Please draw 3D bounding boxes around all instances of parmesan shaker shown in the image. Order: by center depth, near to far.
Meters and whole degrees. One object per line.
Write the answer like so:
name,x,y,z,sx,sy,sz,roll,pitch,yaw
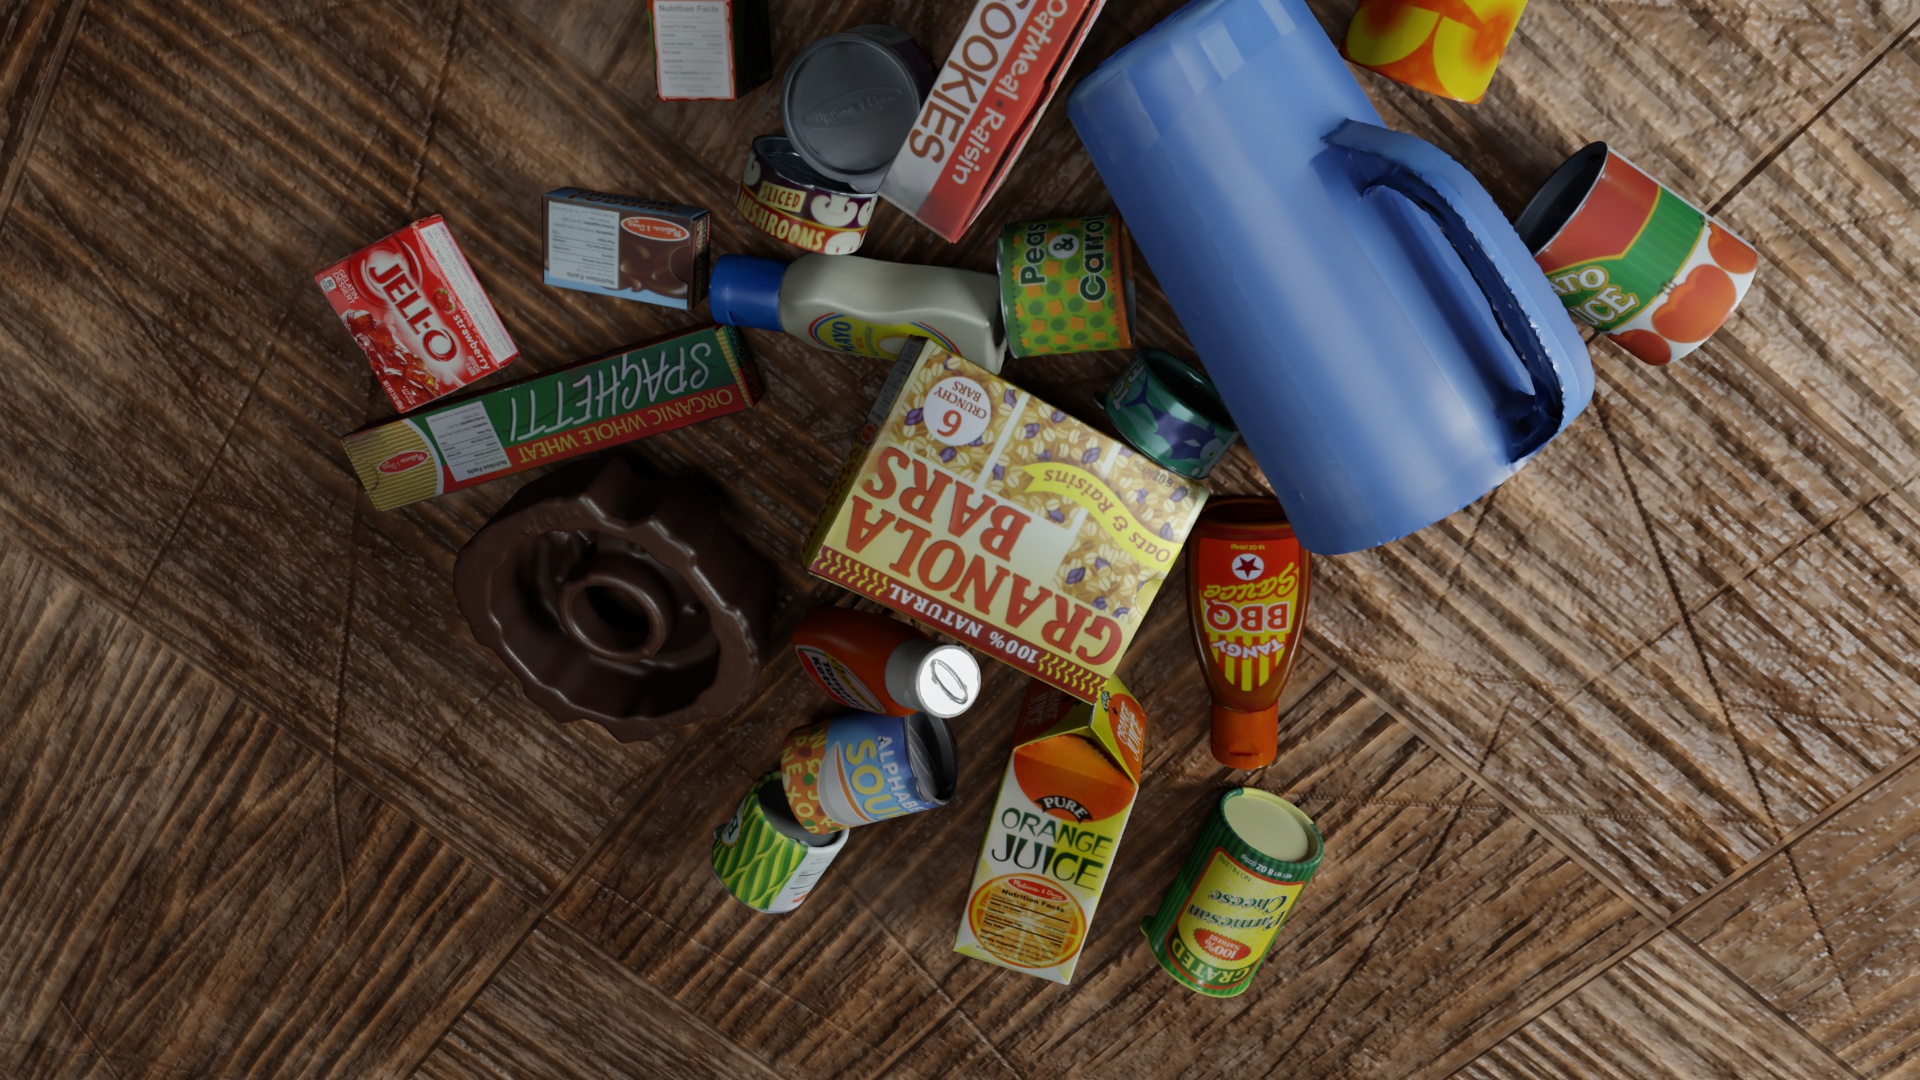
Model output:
parmesan shaker,0.155,0.201,0.800,0.071,0.071,0.102,21,117,1

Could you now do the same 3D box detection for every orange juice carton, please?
orange juice carton,0.056,0.152,0.795,0.073,0.072,0.191,16,117,4

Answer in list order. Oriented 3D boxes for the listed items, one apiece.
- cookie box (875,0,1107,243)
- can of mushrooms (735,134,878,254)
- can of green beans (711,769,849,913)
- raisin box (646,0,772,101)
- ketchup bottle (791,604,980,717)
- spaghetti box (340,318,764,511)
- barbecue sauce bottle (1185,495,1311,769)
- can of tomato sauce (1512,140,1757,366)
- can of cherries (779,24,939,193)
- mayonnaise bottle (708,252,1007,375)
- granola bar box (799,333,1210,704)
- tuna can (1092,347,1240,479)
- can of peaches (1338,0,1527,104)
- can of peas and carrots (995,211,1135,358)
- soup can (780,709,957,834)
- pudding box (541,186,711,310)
cookie box,0.027,-0.204,0.583,0.040,0.168,0.122,30,117,-4
can of mushrooms,-0.075,-0.168,0.675,0.071,0.071,0.033,25,119,0
can of green beans,-0.110,0.182,0.846,0.071,0.071,0.057,32,116,-4
raisin box,-0.115,-0.268,0.629,0.040,0.086,0.122,2,115,4
ketchup bottle,-0.039,0.067,0.741,0.044,0.148,0.064,-45,109,-20
spaghetti box,-0.229,-0.069,0.776,0.250,0.029,0.050,-13,111,17
barbecue sauce bottle,0.153,0.051,0.744,0.065,0.044,0.147,1,115,10
can of tomato sauce,0.296,-0.125,0.620,0.083,0.071,0.071,32,117,-5
can of cherries,-0.045,-0.206,0.659,0.071,0.059,0.071,4,115,9
mayonnaise bottle,-0.051,-0.117,0.701,0.148,0.041,0.064,9,159,9
granola bar box,0.023,-0.008,0.683,0.165,0.039,0.124,26,95,-17
tuna can,0.104,-0.065,0.688,0.071,0.071,0.032,34,115,-5
can of peaches,0.201,-0.225,0.593,0.071,0.071,0.057,20,118,2
can of peas and carrots,0.052,-0.124,0.670,0.059,0.071,0.070,-3,114,12
soup can,-0.054,0.132,0.808,0.083,0.072,0.071,-18,110,19
pudding box,-0.174,-0.153,0.726,0.084,0.030,0.049,11,115,7
